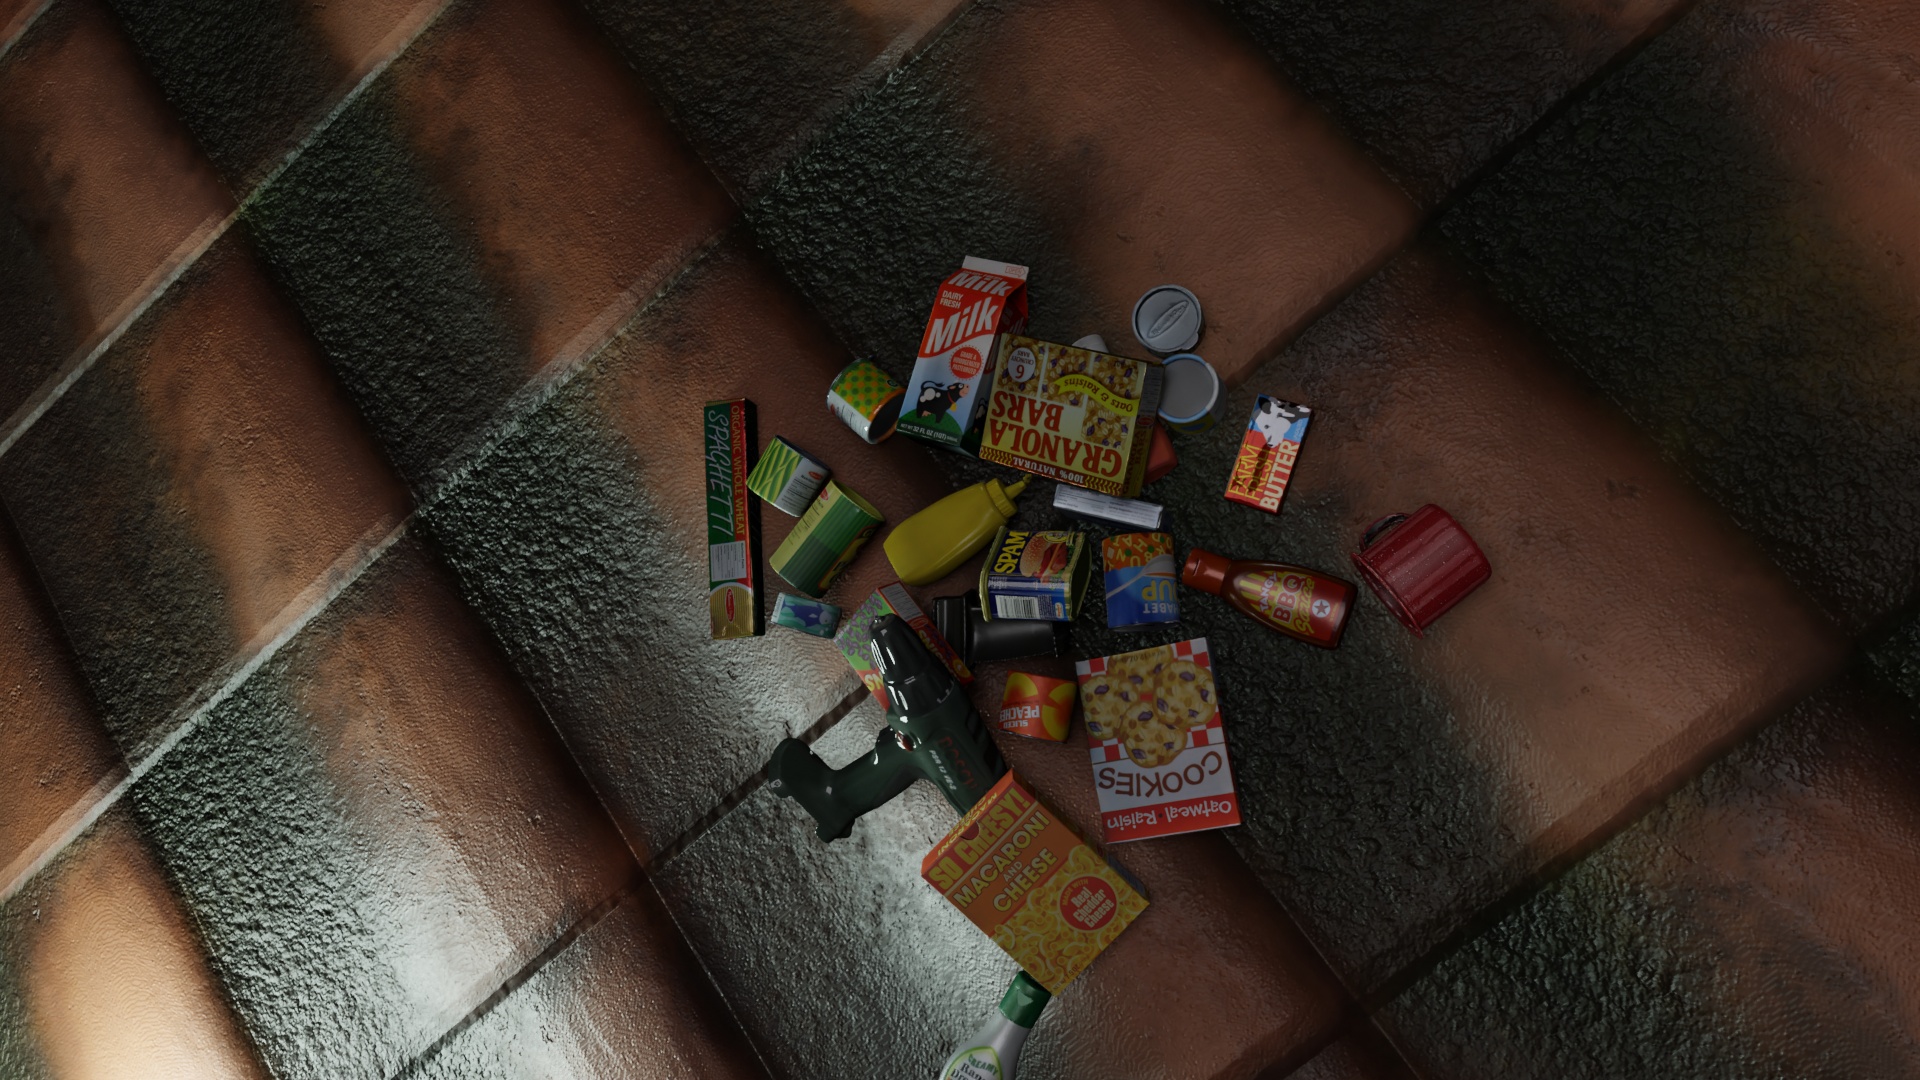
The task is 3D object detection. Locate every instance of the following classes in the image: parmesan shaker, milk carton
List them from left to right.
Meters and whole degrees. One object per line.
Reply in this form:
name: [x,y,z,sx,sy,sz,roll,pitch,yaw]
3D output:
parmesan shaker: [-0.132,-0.001,1.377,0.071,0.071,0.103,41,97,20]
milk carton: [0.008,-0.182,1.350,0.072,0.073,0.190,16,87,22]

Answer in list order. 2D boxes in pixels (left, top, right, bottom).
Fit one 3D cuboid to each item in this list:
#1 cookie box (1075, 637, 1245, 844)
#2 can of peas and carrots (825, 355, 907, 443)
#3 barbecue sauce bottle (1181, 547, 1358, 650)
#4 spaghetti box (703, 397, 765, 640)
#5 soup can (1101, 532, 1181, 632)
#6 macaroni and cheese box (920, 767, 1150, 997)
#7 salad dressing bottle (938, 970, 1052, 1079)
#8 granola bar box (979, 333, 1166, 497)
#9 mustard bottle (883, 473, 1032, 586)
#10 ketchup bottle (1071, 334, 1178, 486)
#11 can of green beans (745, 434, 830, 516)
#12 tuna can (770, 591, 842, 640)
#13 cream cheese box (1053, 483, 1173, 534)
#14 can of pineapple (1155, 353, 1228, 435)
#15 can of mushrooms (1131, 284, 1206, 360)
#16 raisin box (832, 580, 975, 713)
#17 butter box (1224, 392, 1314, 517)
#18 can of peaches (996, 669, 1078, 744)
cookie box: [0.180,0.182,1.254,0.123,0.040,0.167,-13,77,17]
can of peas and carrots: [-0.089,-0.140,1.381,0.059,0.071,0.071,40,96,19]
barbecue sauce bottle: [0.274,0.046,1.240,0.148,0.043,0.065,19,90,21]
spaghetti box: [-0.233,-0.023,1.432,0.050,0.028,0.250,-7,80,18]
soup can: [0.166,0.039,1.265,0.071,0.071,0.084,-6,80,18]
macaroni and cheese box: [0.066,0.305,1.241,0.166,0.040,0.123,42,96,-4]
salad dressing bottle: [0.032,0.462,1.259,0.064,0.044,0.147,31,92,19]
granola bar box: [0.102,-0.118,1.290,0.165,0.039,0.124,18,103,38]
mustard bottle: [0.005,-0.017,1.339,0.160,0.049,0.065,-32,72,11]
ketchup bottle: [0.147,-0.123,1.309,0.064,0.043,0.149,-30,73,21]
can of green beans: [-0.174,-0.065,1.398,0.071,0.071,0.058,35,95,20]
tuna can: [-0.149,0.075,1.369,0.071,0.071,0.033,14,86,20]
cream cheese box: [0.142,-0.027,1.291,0.104,0.053,0.024,13,85,20]
can of pineapple: [0.208,-0.134,1.282,0.071,0.058,0.071,-3,81,19]
can of mushrooms: [0.198,-0.203,1.310,0.071,0.033,0.071,-3,80,18]
raisin box: [-0.055,0.113,1.324,0.123,0.040,0.085,52,123,14]
butter box: [0.281,-0.078,1.267,0.053,0.024,0.103,18,88,21]
can of peaches: [0.070,0.152,1.279,0.071,0.071,0.058,10,85,20]
